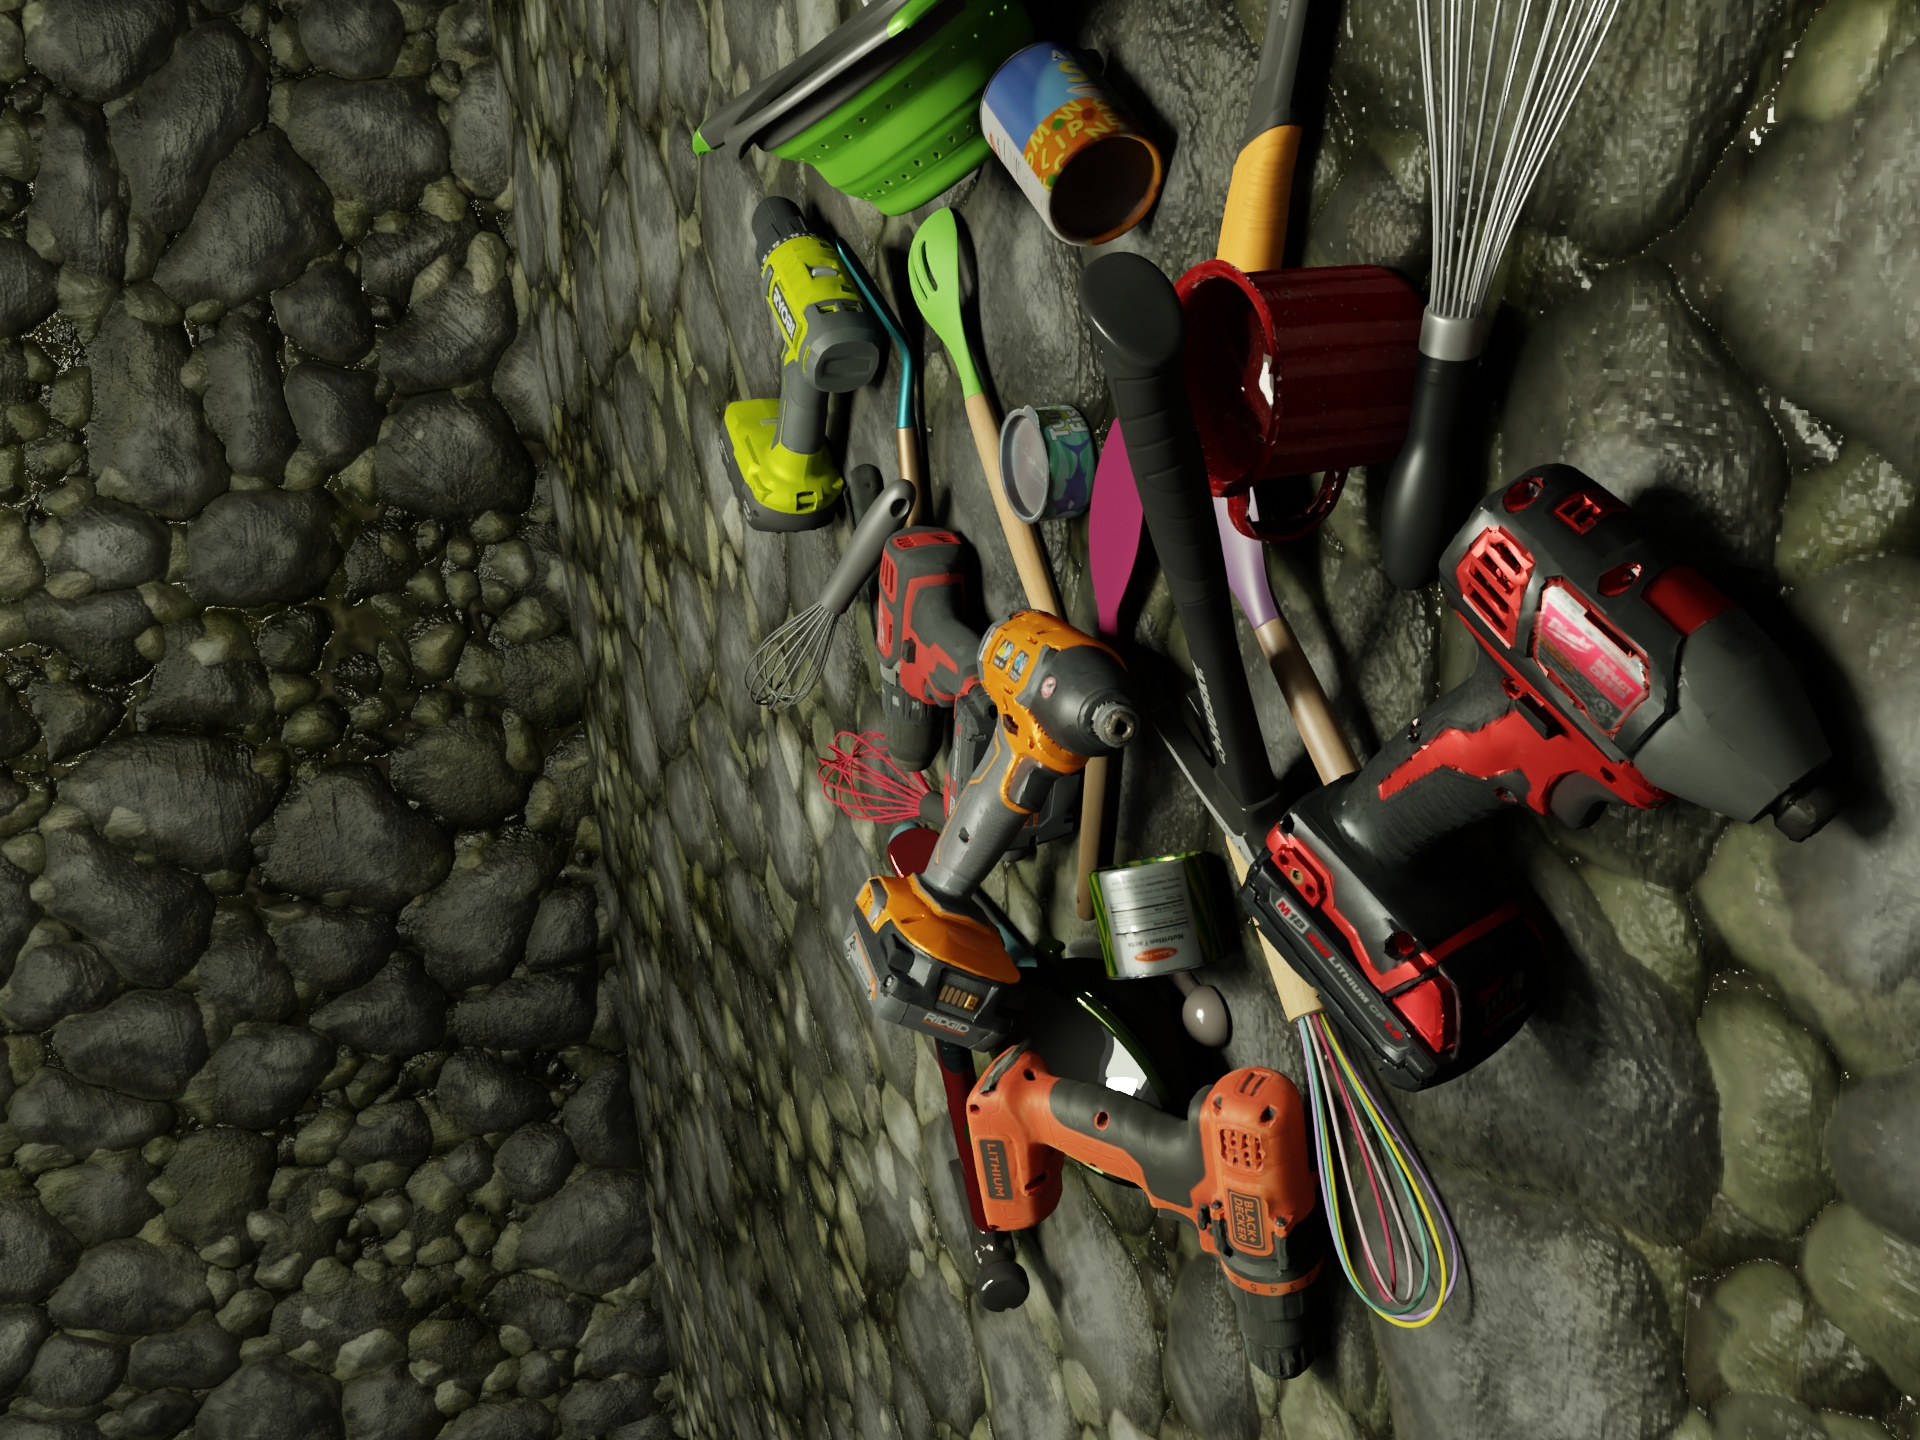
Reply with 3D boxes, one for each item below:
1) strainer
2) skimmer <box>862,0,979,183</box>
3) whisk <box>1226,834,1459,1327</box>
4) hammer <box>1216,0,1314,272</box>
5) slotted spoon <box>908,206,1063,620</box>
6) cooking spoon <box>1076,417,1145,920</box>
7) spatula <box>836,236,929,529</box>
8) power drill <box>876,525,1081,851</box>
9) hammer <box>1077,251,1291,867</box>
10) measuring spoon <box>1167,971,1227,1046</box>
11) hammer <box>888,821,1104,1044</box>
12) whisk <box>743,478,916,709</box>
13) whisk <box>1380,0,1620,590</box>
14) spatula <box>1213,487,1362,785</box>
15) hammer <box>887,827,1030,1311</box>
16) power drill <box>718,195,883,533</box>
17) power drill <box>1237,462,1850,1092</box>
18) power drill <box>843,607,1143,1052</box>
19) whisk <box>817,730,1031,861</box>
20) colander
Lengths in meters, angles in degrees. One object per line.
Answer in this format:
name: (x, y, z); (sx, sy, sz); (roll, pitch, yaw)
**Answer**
strainer: (0.069, 0.214, 0.967); (0.151, 0.069, 0.256); (50, 148, 7)
skimmer: (-0.083, -0.488, 1.024); (0.127, 0.090, 0.364); (-39, 61, 30)
whisk: (0.170, 0.162, 0.756); (0.047, 0.051, 0.245); (112, 145, -63)
hammer: (0.133, -0.223, 0.682); (0.127, 0.034, 0.336); (-125, 32, -49)
slotted spoon: (0.018, -0.181, 1.000); (0.070, 0.031, 0.314); (133, 122, -65)
cooking spoon: (0.085, -0.018, 0.917); (0.069, 0.017, 0.318); (-122, 30, -57)
spatula: (-0.047, -0.183, 1.135); (0.082, 0.044, 0.317); (-87, -8, -74)
power drill: (-0.002, -0.003, 1.065); (0.227, 0.080, 0.187); (-123, 31, -50)
hammer: (0.100, -0.049, 0.666); (0.146, 0.035, 0.334); (60, 176, 43)
measuring spoon: (0.115, 0.142, 0.913); (0.124, 0.018, 0.034); (-128, 34, -51)
hammer: (0.020, 0.150, 1.135); (0.331, 0.033, 0.128); (-141, 46, -59)
whisk: (-0.094, -0.088, 1.153); (0.239, 0.055, 0.055); (-52, 49, 37)
whisk: (0.179, -0.170, 0.565); (0.070, 0.070, 0.284); (-127, 29, -48)
spatula: (0.150, -0.021, 0.706); (0.316, 0.018, 0.059); (67, 152, 12)
hammer: (-0.005, 0.230, 1.110); (0.143, 0.038, 0.386); (-111, 10, -59)
power drill: (-0.135, -0.282, 1.270); (0.228, 0.080, 0.191); (111, 143, -48)
power drill: (0.199, 0.032, 0.565); (0.143, 0.078, 0.219); (51, 142, 25)
power drill: (0.024, 0.057, 0.859); (0.226, 0.084, 0.164); (-65, 20, 6)
whisk: (-0.031, 0.059, 1.192); (0.296, 0.073, 0.073); (20, 118, 59)
colander: (-0.062, -0.356, 0.945); (0.094, 0.204, 0.397); (51, 163, -24)
